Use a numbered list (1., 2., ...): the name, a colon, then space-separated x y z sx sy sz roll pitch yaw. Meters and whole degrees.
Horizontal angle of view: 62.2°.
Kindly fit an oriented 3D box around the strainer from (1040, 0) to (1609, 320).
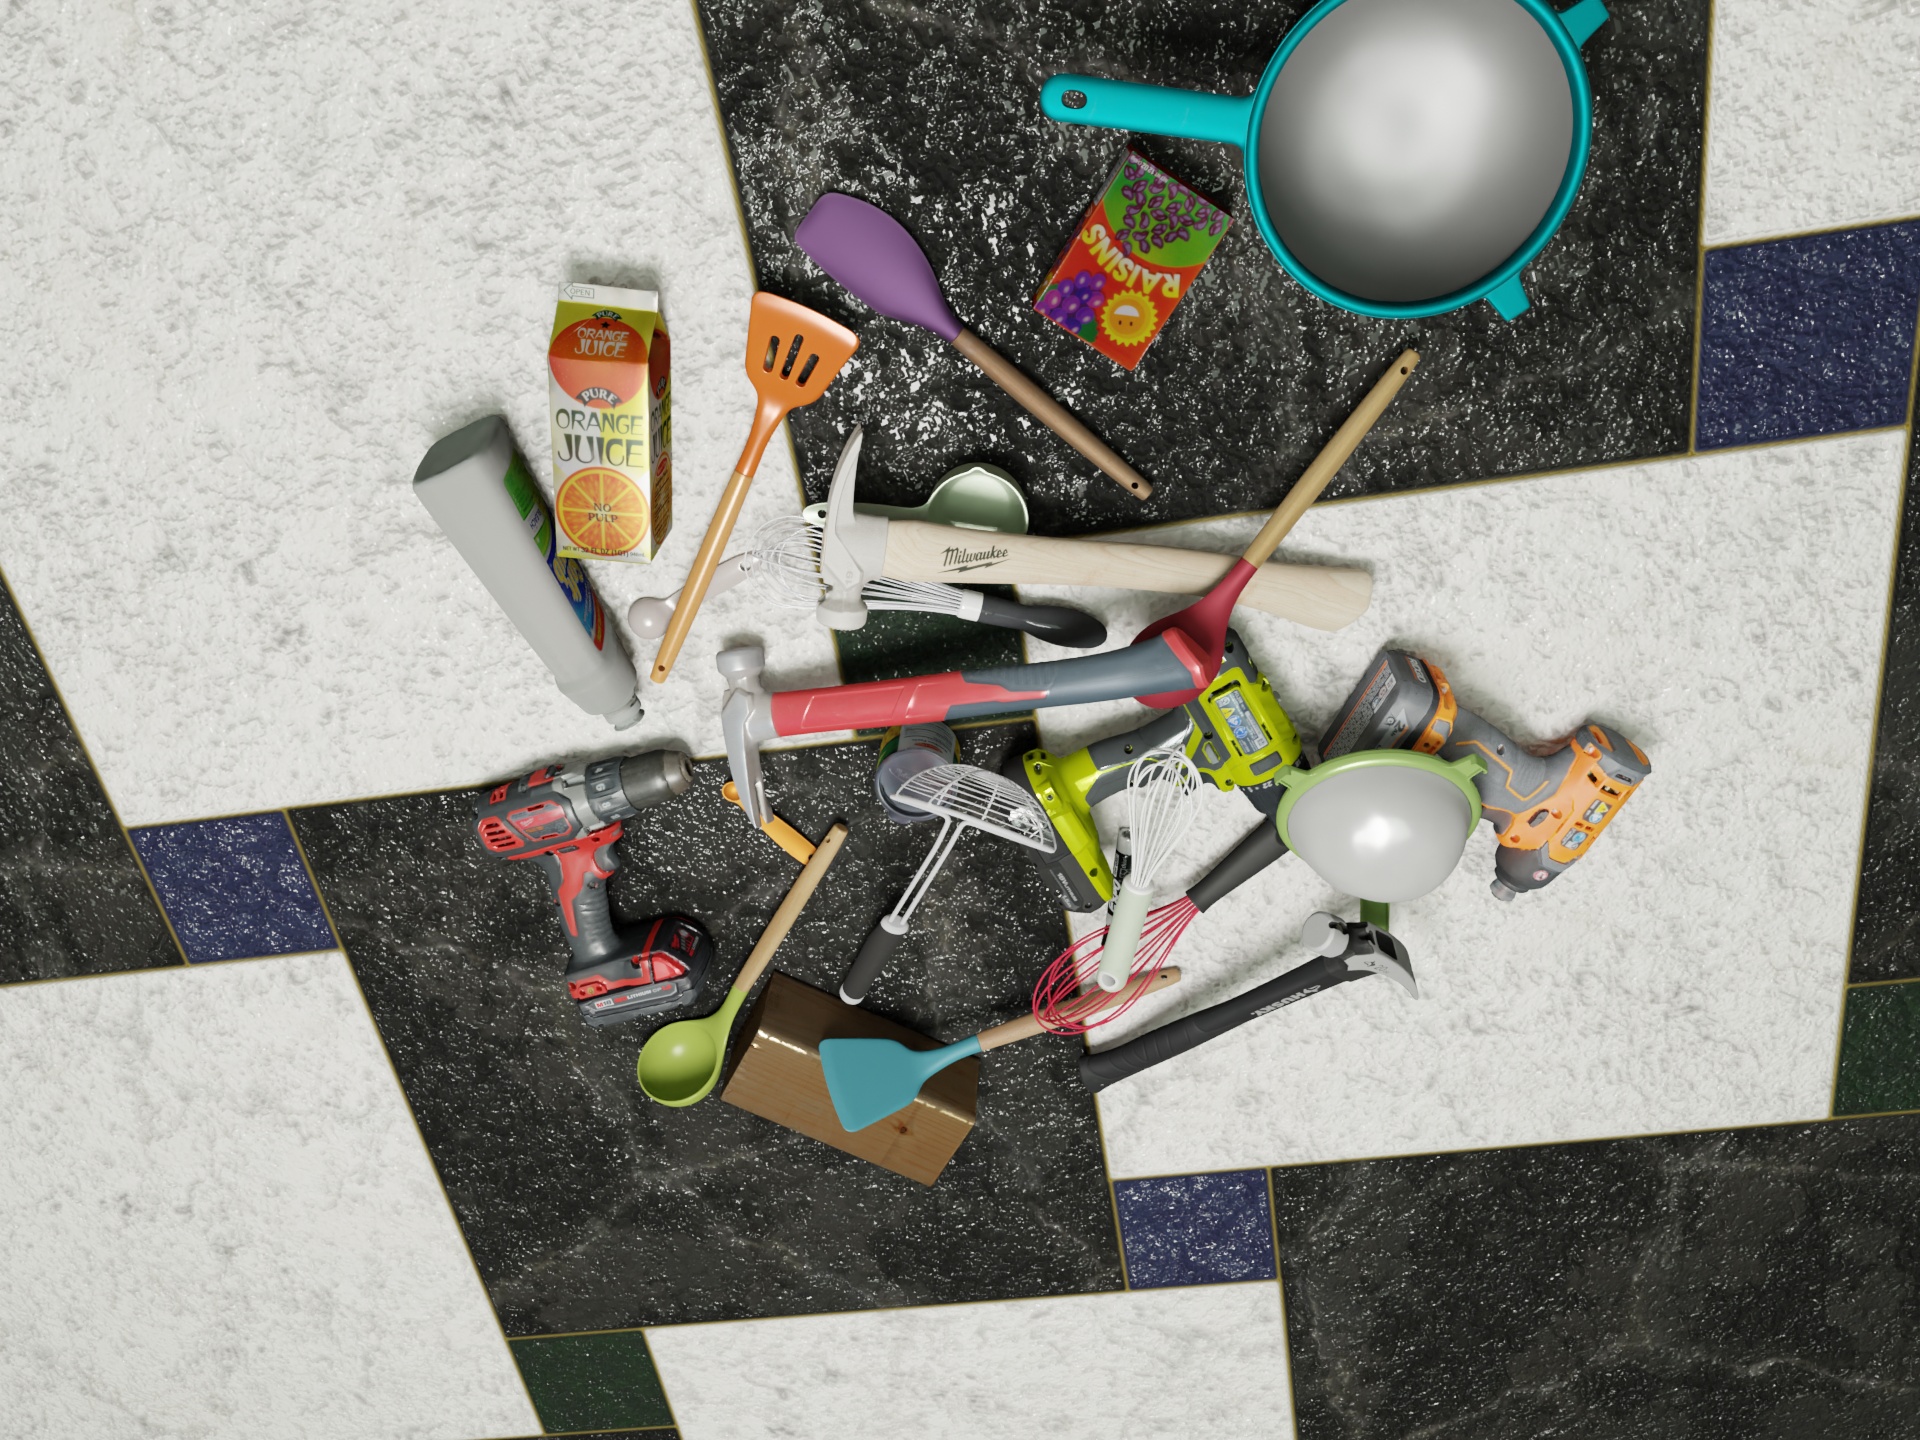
1. strainer: 0.221 -0.381 1.021 0.340 0.095 0.211 8 115 1

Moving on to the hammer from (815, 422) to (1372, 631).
1. hammer: 0.105 -0.123 1.163 0.410 0.038 0.146 4 114 -10

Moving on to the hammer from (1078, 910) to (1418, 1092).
1. hammer: 0.226 0.249 1.335 0.146 0.035 0.334 23 138 -35

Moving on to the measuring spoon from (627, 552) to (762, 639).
1. measuring spoon: -0.207 -0.097 1.237 0.124 0.018 0.034 -27 113 15

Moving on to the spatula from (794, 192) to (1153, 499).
1. spatula: 0.019 -0.261 1.137 0.315 0.018 0.059 38 113 -15

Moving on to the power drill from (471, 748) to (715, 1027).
1. power drill: -0.282 0.132 1.333 0.188 0.080 0.226 -16 113 11

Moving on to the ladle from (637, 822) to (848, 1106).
1. ladle: -0.187 0.212 1.377 0.062 0.078 0.320 6 125 -47

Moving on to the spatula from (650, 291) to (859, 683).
1. spatula: -0.171 -0.161 1.182 0.081 0.041 0.322 23 113 -9

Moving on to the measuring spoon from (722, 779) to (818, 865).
1. measuring spoon: -0.155 0.088 1.339 0.021 0.011 0.116 -38 113 21

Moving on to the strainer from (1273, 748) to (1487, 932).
1. strainer: 0.322 0.128 1.223 0.151 0.069 0.256 -4 137 10

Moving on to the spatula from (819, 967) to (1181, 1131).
1. spatula: 0.040 0.267 1.364 0.317 0.082 0.044 -18 154 -5

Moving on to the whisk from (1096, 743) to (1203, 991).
1. whisk: 0.138 0.118 1.214 0.058 0.059 0.246 24 129 18

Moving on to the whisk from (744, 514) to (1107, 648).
1. whisk: -0.024 -0.094 1.211 0.284 0.070 0.070 13 118 -8

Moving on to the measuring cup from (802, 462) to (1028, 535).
1. measuring cup: -0.032 -0.157 1.186 0.167 0.038 0.083 3 118 4

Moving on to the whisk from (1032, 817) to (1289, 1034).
1. whisk: 0.178 0.162 1.317 0.296 0.073 0.073 -40 109 8

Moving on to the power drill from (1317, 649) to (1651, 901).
1. power drill: 0.400 0.052 1.248 0.226 0.084 0.164 21 119 -12

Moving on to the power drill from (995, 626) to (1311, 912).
1. power drill: 0.161 0.056 1.254 0.228 0.080 0.190 -29 108 11

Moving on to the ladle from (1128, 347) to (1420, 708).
1. ladle: 0.225 -0.134 1.142 0.069 0.031 0.315 33 103 -15

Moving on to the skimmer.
1. skimmer: -0.037 0.152 1.261 0.127 0.090 0.363 20 136 -10

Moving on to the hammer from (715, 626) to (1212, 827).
1. hammer: -0.002 -0.004 1.192 0.386 0.038 0.143 -6 97 21
